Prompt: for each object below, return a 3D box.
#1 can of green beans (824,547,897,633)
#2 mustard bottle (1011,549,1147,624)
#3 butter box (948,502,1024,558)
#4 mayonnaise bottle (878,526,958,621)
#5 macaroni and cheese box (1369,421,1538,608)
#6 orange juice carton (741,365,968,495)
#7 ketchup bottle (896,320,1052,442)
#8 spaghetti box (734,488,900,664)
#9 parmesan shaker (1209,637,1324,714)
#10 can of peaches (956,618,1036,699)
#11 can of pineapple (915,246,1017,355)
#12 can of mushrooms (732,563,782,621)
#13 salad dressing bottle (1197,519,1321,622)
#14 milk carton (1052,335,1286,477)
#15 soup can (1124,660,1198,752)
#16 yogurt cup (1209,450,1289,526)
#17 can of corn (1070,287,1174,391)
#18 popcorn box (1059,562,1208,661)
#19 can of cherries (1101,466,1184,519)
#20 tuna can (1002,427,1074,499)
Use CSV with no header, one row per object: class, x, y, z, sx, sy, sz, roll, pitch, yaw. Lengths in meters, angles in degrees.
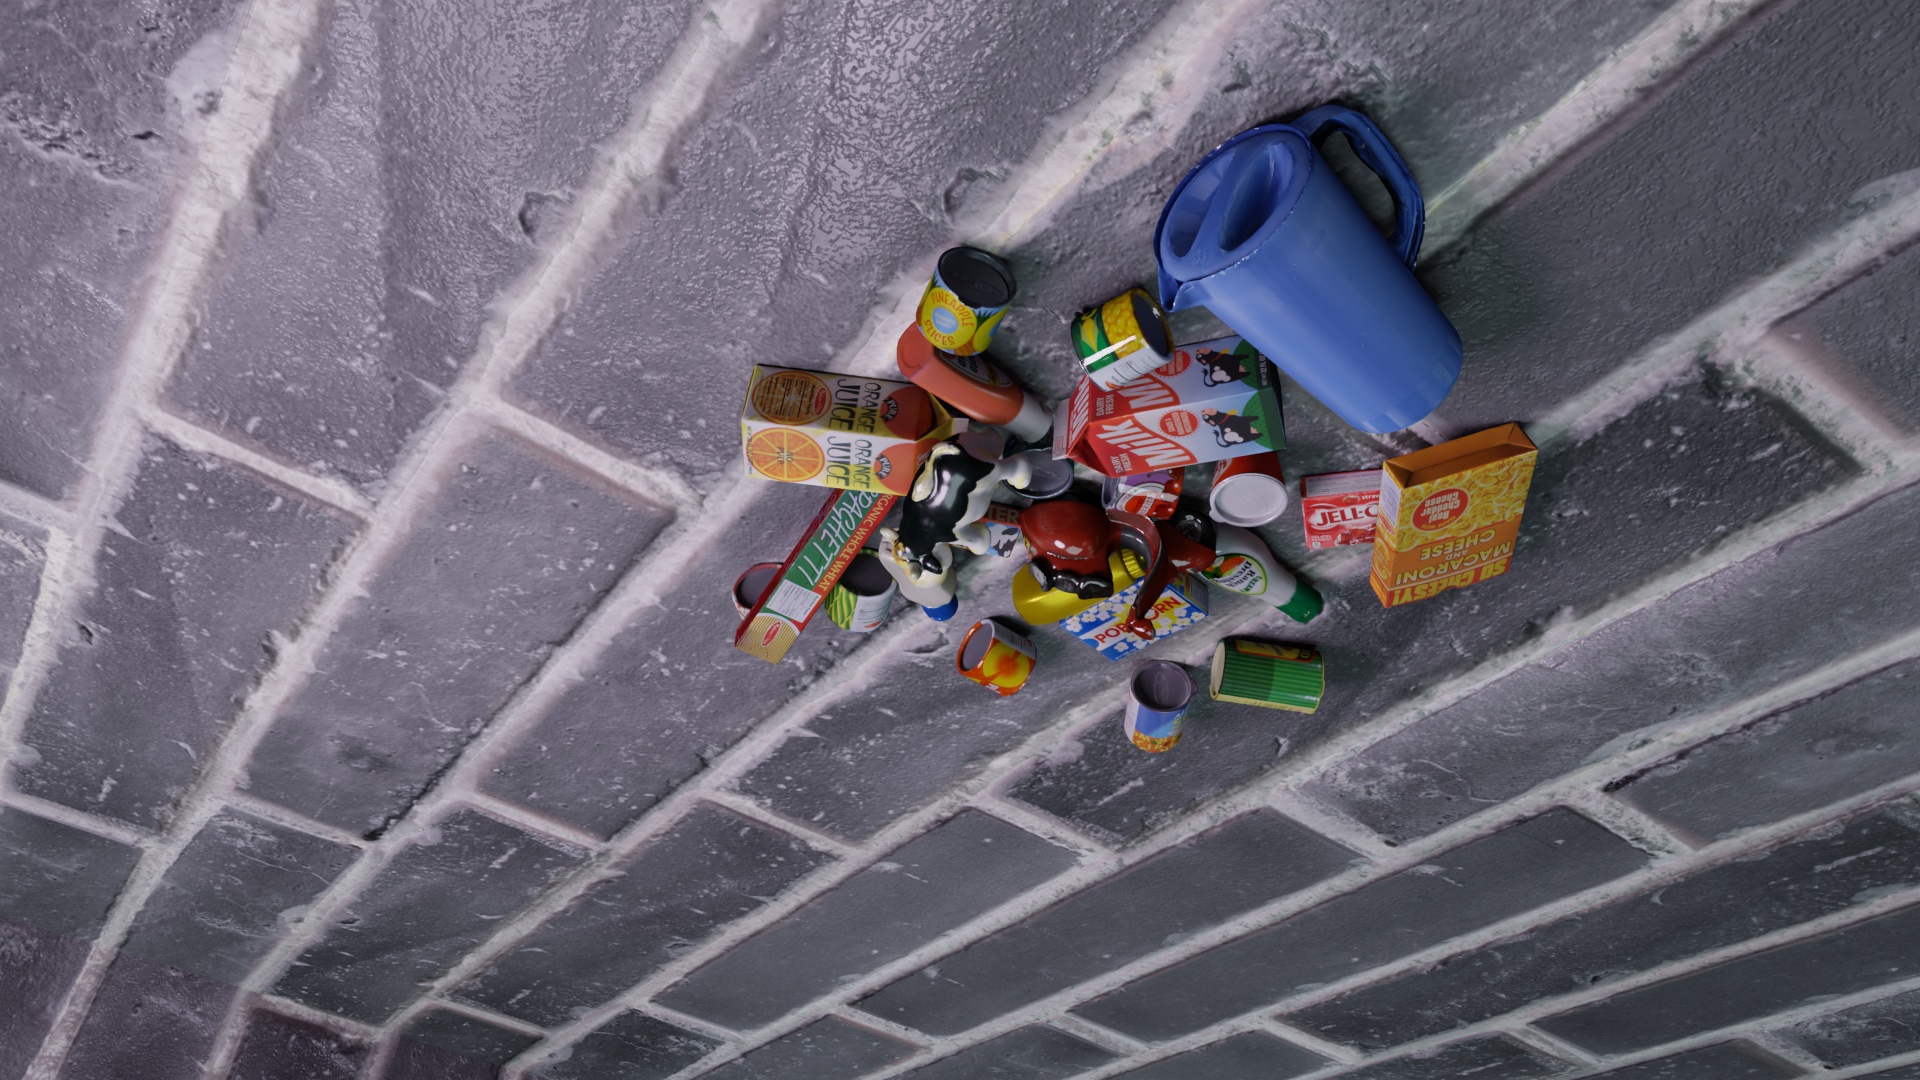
can of green beans,-0.100,0.050,1.389,0.071,0.071,0.057,11,139,-6
mustard bottle,0.128,0.032,1.341,0.160,0.066,0.048,-21,127,22
butter box,0.005,-0.017,1.329,0.103,0.024,0.052,13,140,-7
mayonnaise bottle,-0.034,0.035,1.359,0.065,0.041,0.147,5,155,15
macaroni and cheese box,0.432,-0.018,1.230,0.124,0.040,0.165,-16,138,-4
orange juice carton,-0.090,-0.094,1.214,0.193,0.073,0.071,7,139,-1
ketchup bottle,0.014,-0.129,1.170,0.148,0.065,0.043,28,120,-36
spaghetti box,-0.135,0.019,1.329,0.050,0.029,0.249,26,117,-22
parmesan shaker,0.317,0.140,1.437,0.103,0.072,0.071,9,140,-2
can of peaches,0.036,0.125,1.456,0.058,0.071,0.071,31,134,-24
can of pineapple,0.003,-0.187,1.094,0.071,0.071,0.057,17,139,-12
can of mushrooms,-0.198,0.056,1.412,0.071,0.071,0.033,-2,139,10
salad dressing bottle,0.285,0.032,1.334,0.147,0.044,0.064,29,134,-25
milk carton,0.170,-0.109,1.161,0.190,0.073,0.073,-9,138,18
soup can,0.216,0.180,1.500,0.071,0.072,0.083,4,140,3
yogurt cup,0.254,-0.053,1.229,0.072,0.054,0.072,4,140,3
can of corn,0.129,-0.163,1.111,0.058,0.071,0.071,-24,131,30
popcorn box,0.174,0.066,1.394,0.085,0.038,0.126,34,132,-30
can of cherries,0.162,-0.053,1.229,0.058,0.072,0.071,11,139,-6
tuna can,0.071,-0.072,1.249,0.071,0.033,0.070,4,140,3
